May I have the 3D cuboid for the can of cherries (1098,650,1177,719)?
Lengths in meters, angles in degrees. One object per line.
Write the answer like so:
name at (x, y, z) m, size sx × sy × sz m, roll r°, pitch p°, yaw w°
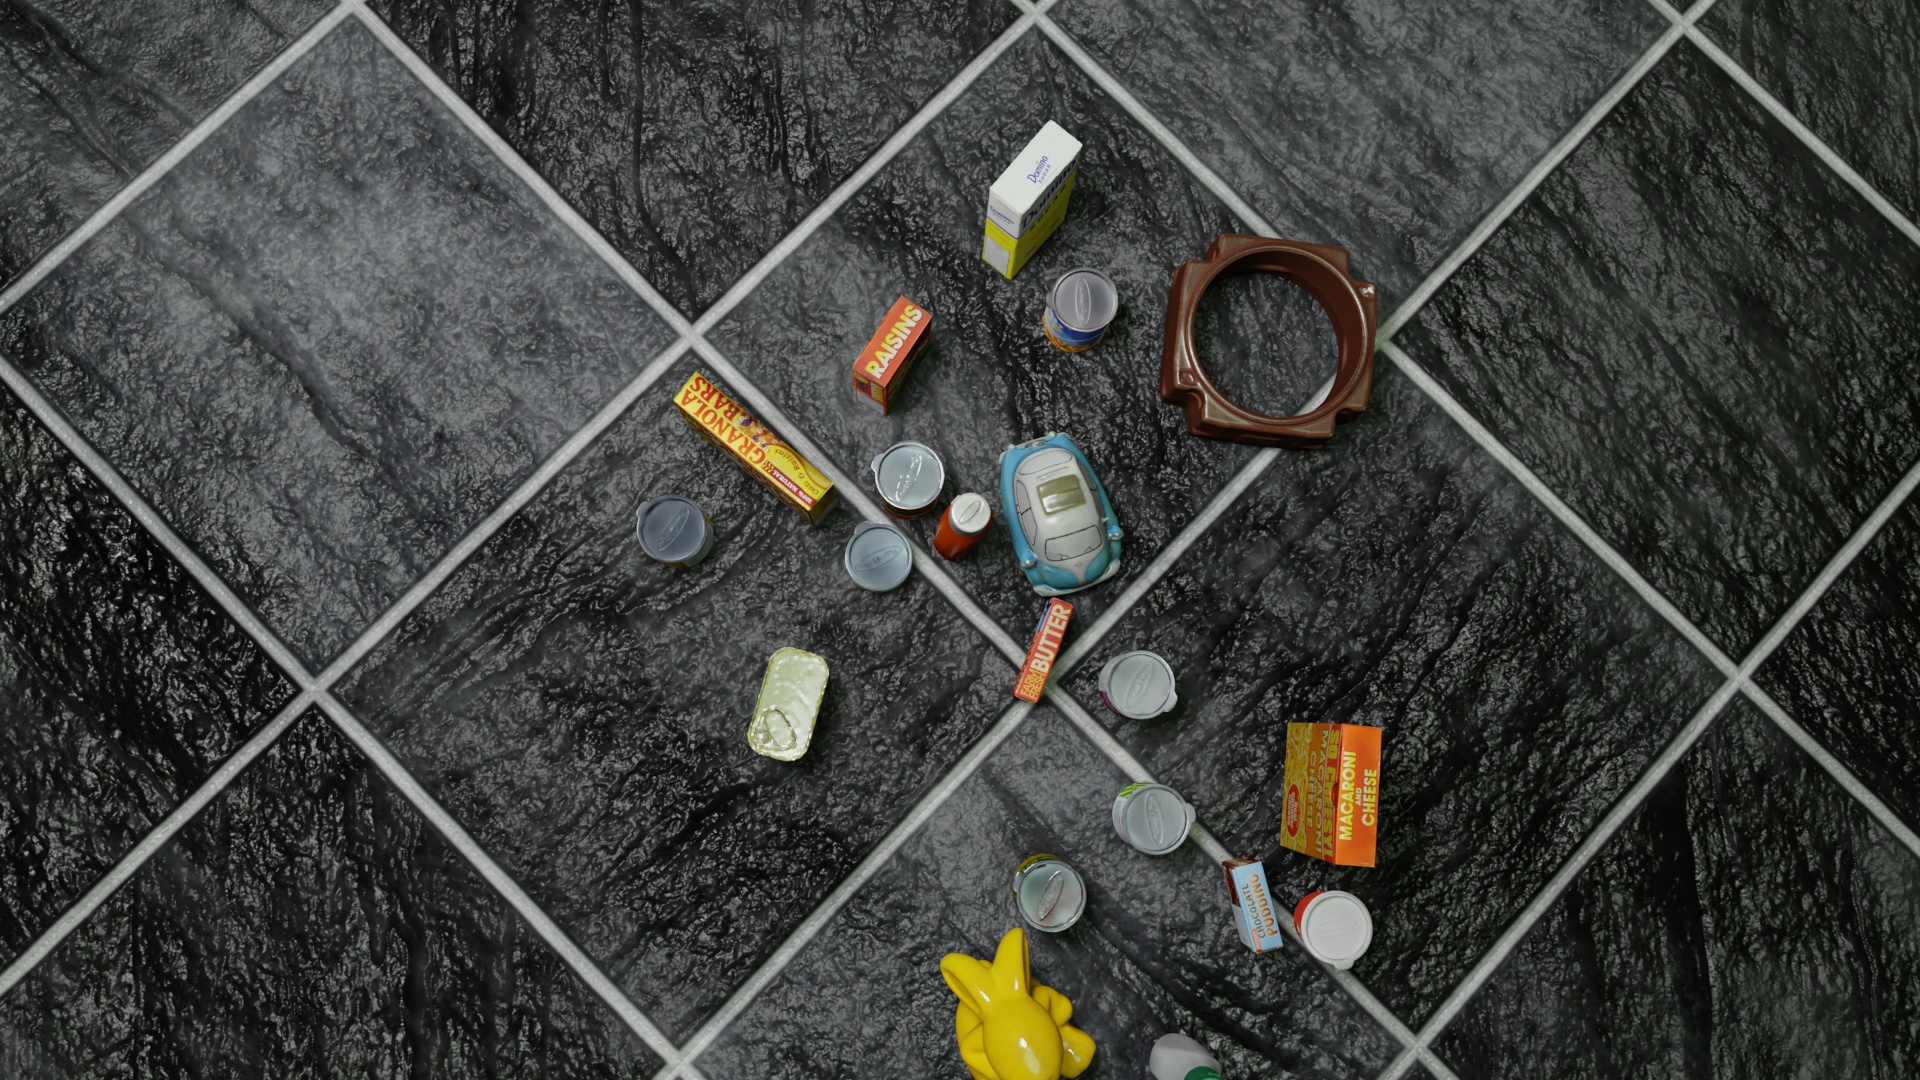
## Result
can of cherries at (0.172, 0.143, 1.351) m, size 0.071 × 0.058 × 0.071 m, roll 0°, pitch 82°, yaw -3°

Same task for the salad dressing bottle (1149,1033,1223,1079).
salad dressing bottle at (0.211, 0.487, 1.261) m, size 0.064 × 0.147 × 0.044 m, roll 16°, pitch 82°, yaw -1°

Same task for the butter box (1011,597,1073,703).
butter box at (0.080, 0.108, 1.354) m, size 0.024 × 0.053 × 0.103 m, roll 22°, pitch 82°, yaw 0°

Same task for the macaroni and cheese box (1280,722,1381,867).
macaroni and cheese box at (0.342, 0.233, 1.293) m, size 0.040 × 0.166 × 0.124 m, roll 6°, pitch 82°, yaw -2°

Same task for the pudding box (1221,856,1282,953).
pudding box at (0.279, 0.349, 1.333) m, size 0.030 × 0.049 × 0.084 m, roll -13°, pitch 83°, yaw -4°

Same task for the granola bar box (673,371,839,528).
granola bar box at (-0.194, -0.083, 1.331) m, size 0.165 × 0.124 × 0.039 m, roll 39°, pitch 83°, yaw 3°

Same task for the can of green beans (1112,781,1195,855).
can of green beans at (0.183, 0.266, 1.335) m, size 0.071 × 0.057 × 0.071 m, roll 0°, pitch 82°, yaw -3°

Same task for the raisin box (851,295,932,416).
raisin box at (-0.066, -0.178, 1.351) m, size 0.040 × 0.123 × 0.086 m, roll 33°, pitch 82°, yaw 2°

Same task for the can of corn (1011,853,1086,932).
can of corn at (0.081, 0.333, 1.321) m, size 0.071 × 0.058 × 0.071 m, roll 0°, pitch 82°, yaw -3°

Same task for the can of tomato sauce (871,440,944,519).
can of tomato sauce at (-0.052, -0.057, 1.355) m, size 0.071 × 0.083 × 0.071 m, roll 0°, pitch 83°, yaw -3°

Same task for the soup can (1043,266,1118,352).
soup can at (0.116, -0.229, 1.387) m, size 0.071 × 0.083 × 0.071 m, roll 0°, pitch 83°, yaw -3°

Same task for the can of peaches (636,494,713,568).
can of peaches at (-0.278, -0.009, 1.350) m, size 0.071 × 0.058 × 0.071 m, roll 0°, pitch 82°, yaw -3°

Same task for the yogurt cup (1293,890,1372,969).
yogurt cup at (0.354, 0.368, 1.332) m, size 0.072 × 0.054 × 0.072 m, roll 0°, pitch 82°, yaw -3°

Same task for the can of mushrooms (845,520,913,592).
can of mushrooms at (-0.081, 0.016, 1.369) m, size 0.071 × 0.033 × 0.071 m, roll 0°, pitch 82°, yaw -3°

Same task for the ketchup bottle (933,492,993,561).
ketchup bottle at (0.005, -0.017, 1.319) m, size 0.043 × 0.148 × 0.065 m, roll 43°, pitch 83°, yaw 3°
